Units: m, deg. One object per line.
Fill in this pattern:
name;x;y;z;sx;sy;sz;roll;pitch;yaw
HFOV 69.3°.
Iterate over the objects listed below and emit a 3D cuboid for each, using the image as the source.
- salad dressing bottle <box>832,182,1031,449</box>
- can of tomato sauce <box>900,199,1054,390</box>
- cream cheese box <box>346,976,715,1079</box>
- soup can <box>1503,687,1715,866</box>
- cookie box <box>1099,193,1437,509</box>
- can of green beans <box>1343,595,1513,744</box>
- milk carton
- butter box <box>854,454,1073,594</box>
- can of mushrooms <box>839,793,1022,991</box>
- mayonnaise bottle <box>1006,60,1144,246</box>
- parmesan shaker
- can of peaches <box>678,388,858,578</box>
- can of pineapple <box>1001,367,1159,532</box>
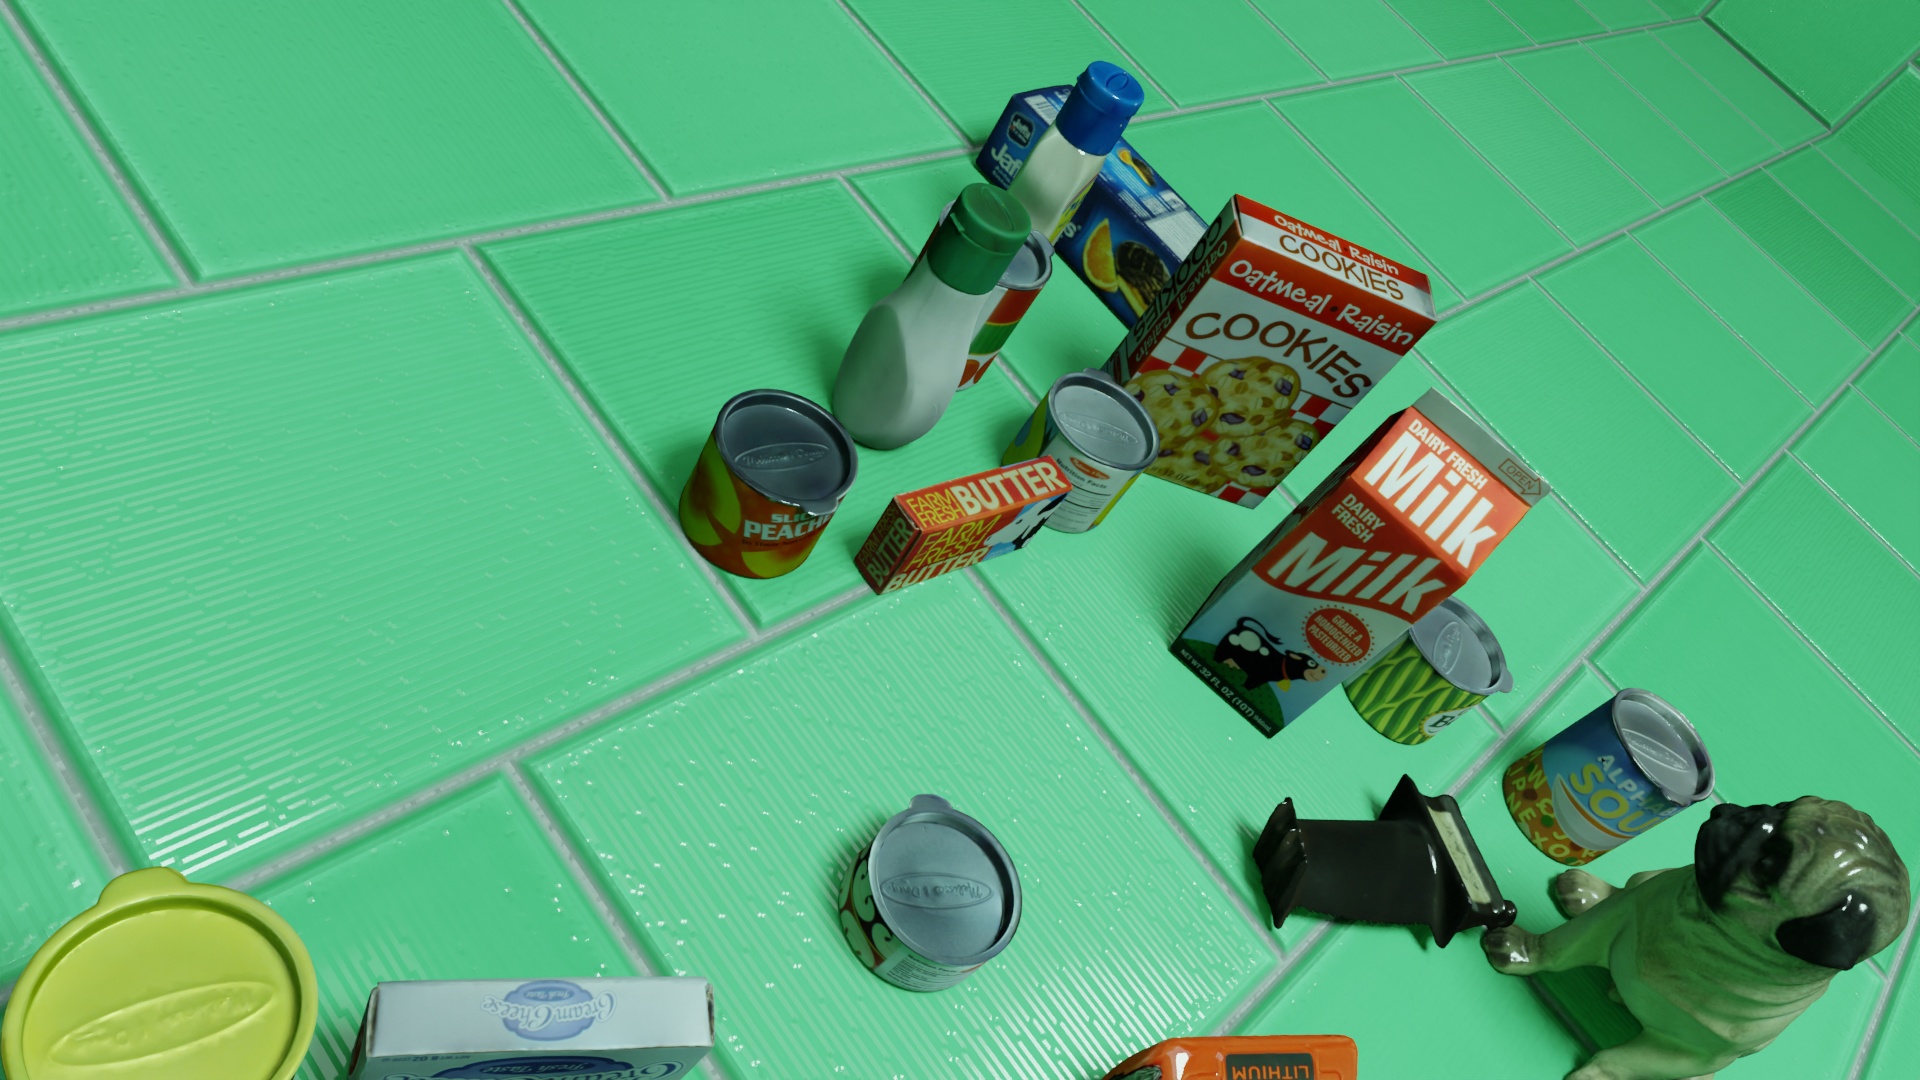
salad dressing bottle;-0.015;-0.106;0.674;0.044;0.147;0.064;-7;58;-36
can of tomato sauce;0.003;-0.132;0.754;0.071;0.082;0.071;17;47;-19
cream cheese box;-0.136;0.159;0.439;0.104;0.053;0.024;8;50;-27
soup can;0.346;0.130;0.746;0.071;0.083;0.072;17;47;-19
cookie box;0.156;-0.097;0.759;0.123;0.166;0.040;17;47;-19
can of green beans;0.251;0.070;0.757;0.071;0.057;0.071;17;46;-19
milk carton;0.192;0.009;0.675;0.072;0.189;0.074;42;43;5
butter box;0.002;-0.008;0.670;0.104;0.052;0.024;-17;64;-40
can of mushrooms;-0.012;0.139;0.548;0.071;0.033;0.071;17;46;-19
mayonnaise bottle;0.053;-0.205;0.801;0.041;0.147;0.065;37;43;1
parmesan shaker;-0.214;0.141;0.370;0.071;0.102;0.072;17;47;-19
can of peaches;-0.086;-0.023;0.623;0.071;0.057;0.071;17;46;-19
can of pineapple;0.063;-0.047;0.738;0.071;0.057;0.071;17;46;-19
